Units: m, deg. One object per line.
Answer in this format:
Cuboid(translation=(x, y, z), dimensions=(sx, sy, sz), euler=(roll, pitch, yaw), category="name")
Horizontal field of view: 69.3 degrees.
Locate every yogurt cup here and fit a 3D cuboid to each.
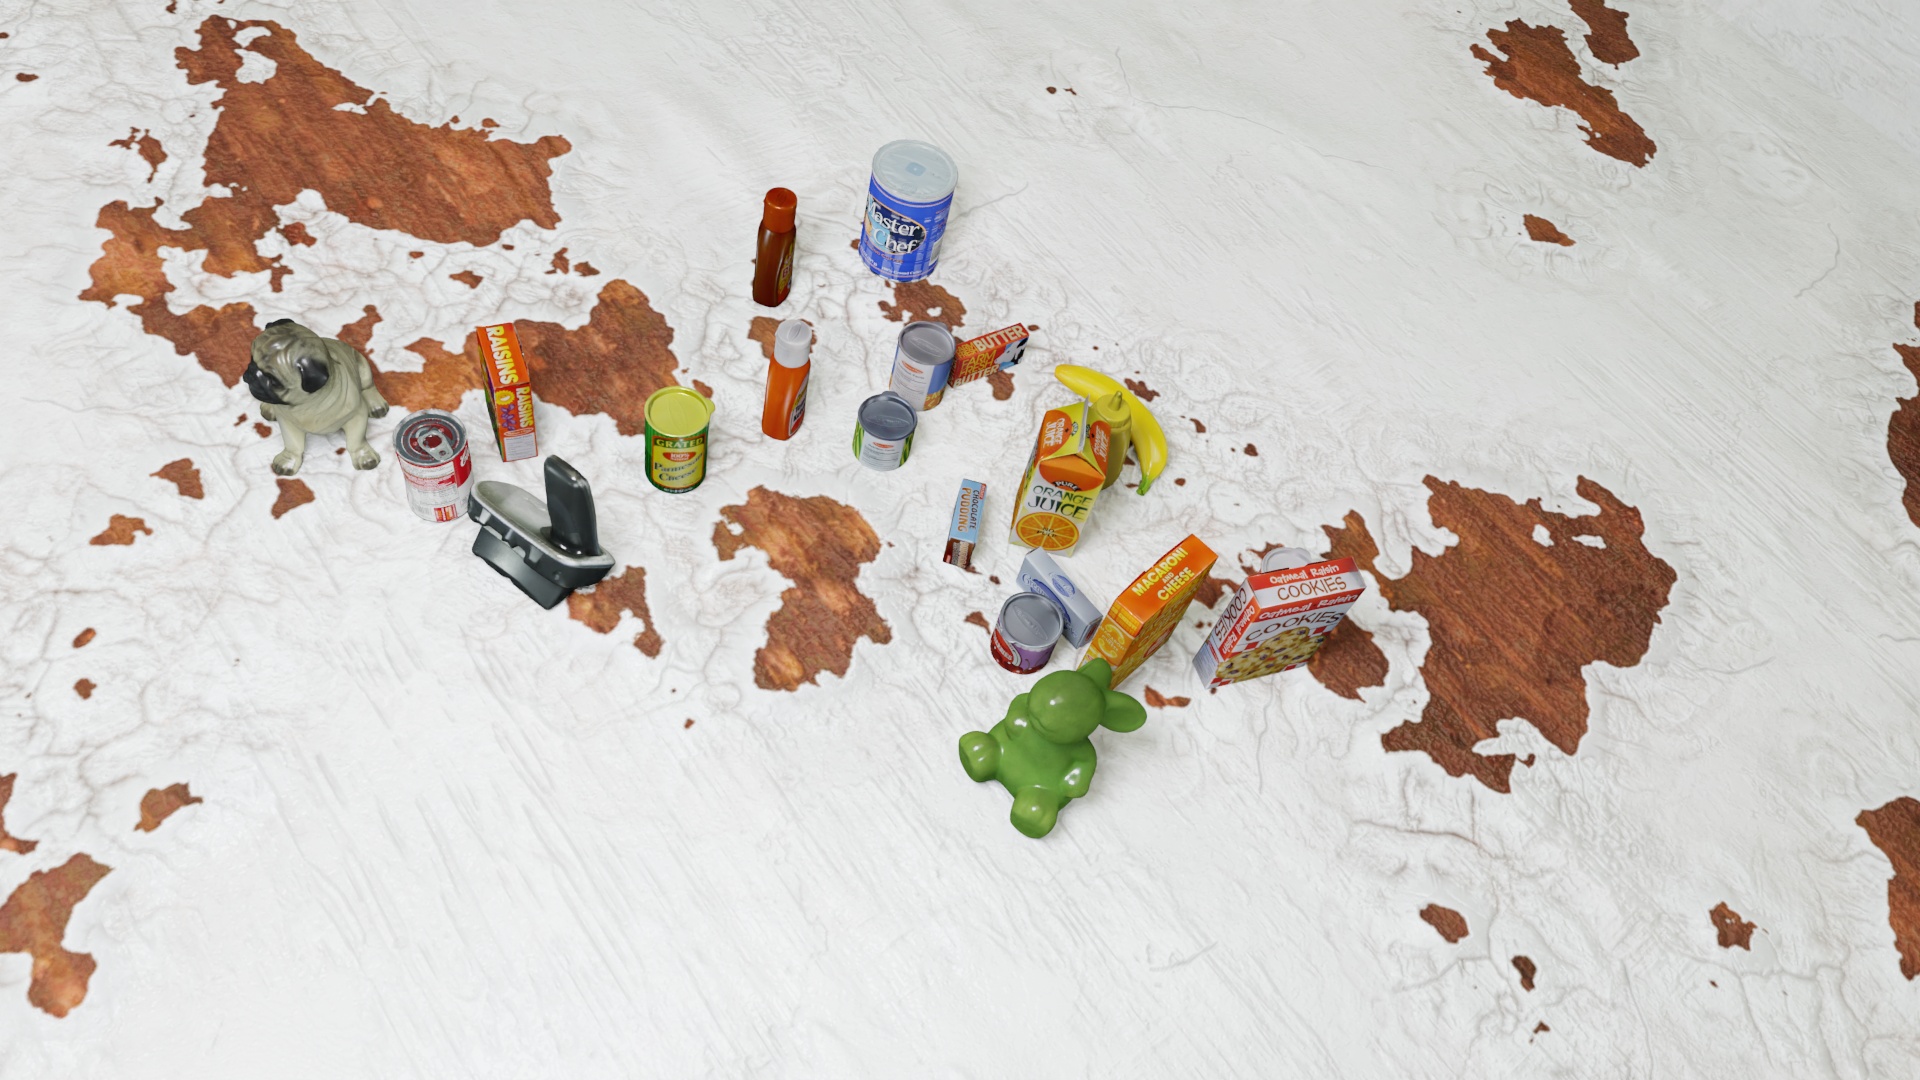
Cuboid(translation=(0.353, 0.049, 1.517), dimensions=(0.072, 0.053, 0.073), euler=(6, 55, -9), category="yogurt cup")

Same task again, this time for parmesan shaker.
Cuboid(translation=(-0.293, -0.103, 1.448), dimensions=(0.071, 0.102, 0.071), euler=(6, 55, -9), category="parmesan shaker")

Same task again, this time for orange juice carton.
Cuboid(translation=(0.108, -0.069, 1.458), dimensions=(0.073, 0.191, 0.072), euler=(13, 54, -3), category="orange juice carton")

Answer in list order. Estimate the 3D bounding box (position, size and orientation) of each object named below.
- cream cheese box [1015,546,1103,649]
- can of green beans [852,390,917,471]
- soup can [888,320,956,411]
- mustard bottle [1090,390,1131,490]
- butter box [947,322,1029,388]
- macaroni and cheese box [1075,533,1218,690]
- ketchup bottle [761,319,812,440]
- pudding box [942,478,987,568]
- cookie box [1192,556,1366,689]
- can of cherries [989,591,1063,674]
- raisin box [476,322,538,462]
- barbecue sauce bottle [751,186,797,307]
Cuboid(translation=(0.102, 0.060, 1.453), dimensions=(0.024, 0.053, 0.104), euler=(-30, 66, -28), category="cream cheese box")
Cuboid(translation=(-0.084, -0.119, 1.533), dimensions=(0.071, 0.057, 0.071), euler=(6, 55, -9), category="can of green beans")
Cuboid(translation=(-0.043, -0.199, 1.583), dimensions=(0.071, 0.083, 0.072), euler=(6, 55, -9), category="soup can")
Cuboid(translation=(0.156, -0.115, 1.522), dimensions=(0.065, 0.159, 0.049), euler=(-1, 56, -13), category="mustard bottle")
Cuboid(translation=(0.030, -0.217, 1.631), dimensions=(0.104, 0.052, 0.024), euler=(-23, 64, -26), category="butter box")
Cuboid(translation=(0.181, 0.080, 1.387), dimensions=(0.040, 0.165, 0.124), euler=(43, 58, 17), category="macaroni and cheese box")
Cuboid(translation=(-0.186, -0.175, 1.494), dimensions=(0.043, 0.148, 0.065), euler=(20, 54, 2), category="ketchup bottle")
Cuboid(translation=(0.005, -0.019, 1.488), dimensions=(0.030, 0.049, 0.084), euler=(14, 54, -3), category="pudding box")
Cuboid(translation=(0.322, 0.084, 1.415), dimensions=(0.123, 0.166, 0.040), euler=(-10, 59, -19), category="cookie box")
Cuboid(translation=(0.065, 0.096, 1.416), dimensions=(0.071, 0.058, 0.072), euler=(6, 55, -9), category="can of cherries")
Cuboid(translation=(-0.466, -0.152, 1.430), dimensions=(0.040, 0.122, 0.086), euler=(-13, 60, -20), category="raisin box")
Cuboid(translation=(-0.213, -0.341, 1.604), dimensions=(0.044, 0.147, 0.065), euler=(18, 54, 0), category="barbecue sauce bottle")
